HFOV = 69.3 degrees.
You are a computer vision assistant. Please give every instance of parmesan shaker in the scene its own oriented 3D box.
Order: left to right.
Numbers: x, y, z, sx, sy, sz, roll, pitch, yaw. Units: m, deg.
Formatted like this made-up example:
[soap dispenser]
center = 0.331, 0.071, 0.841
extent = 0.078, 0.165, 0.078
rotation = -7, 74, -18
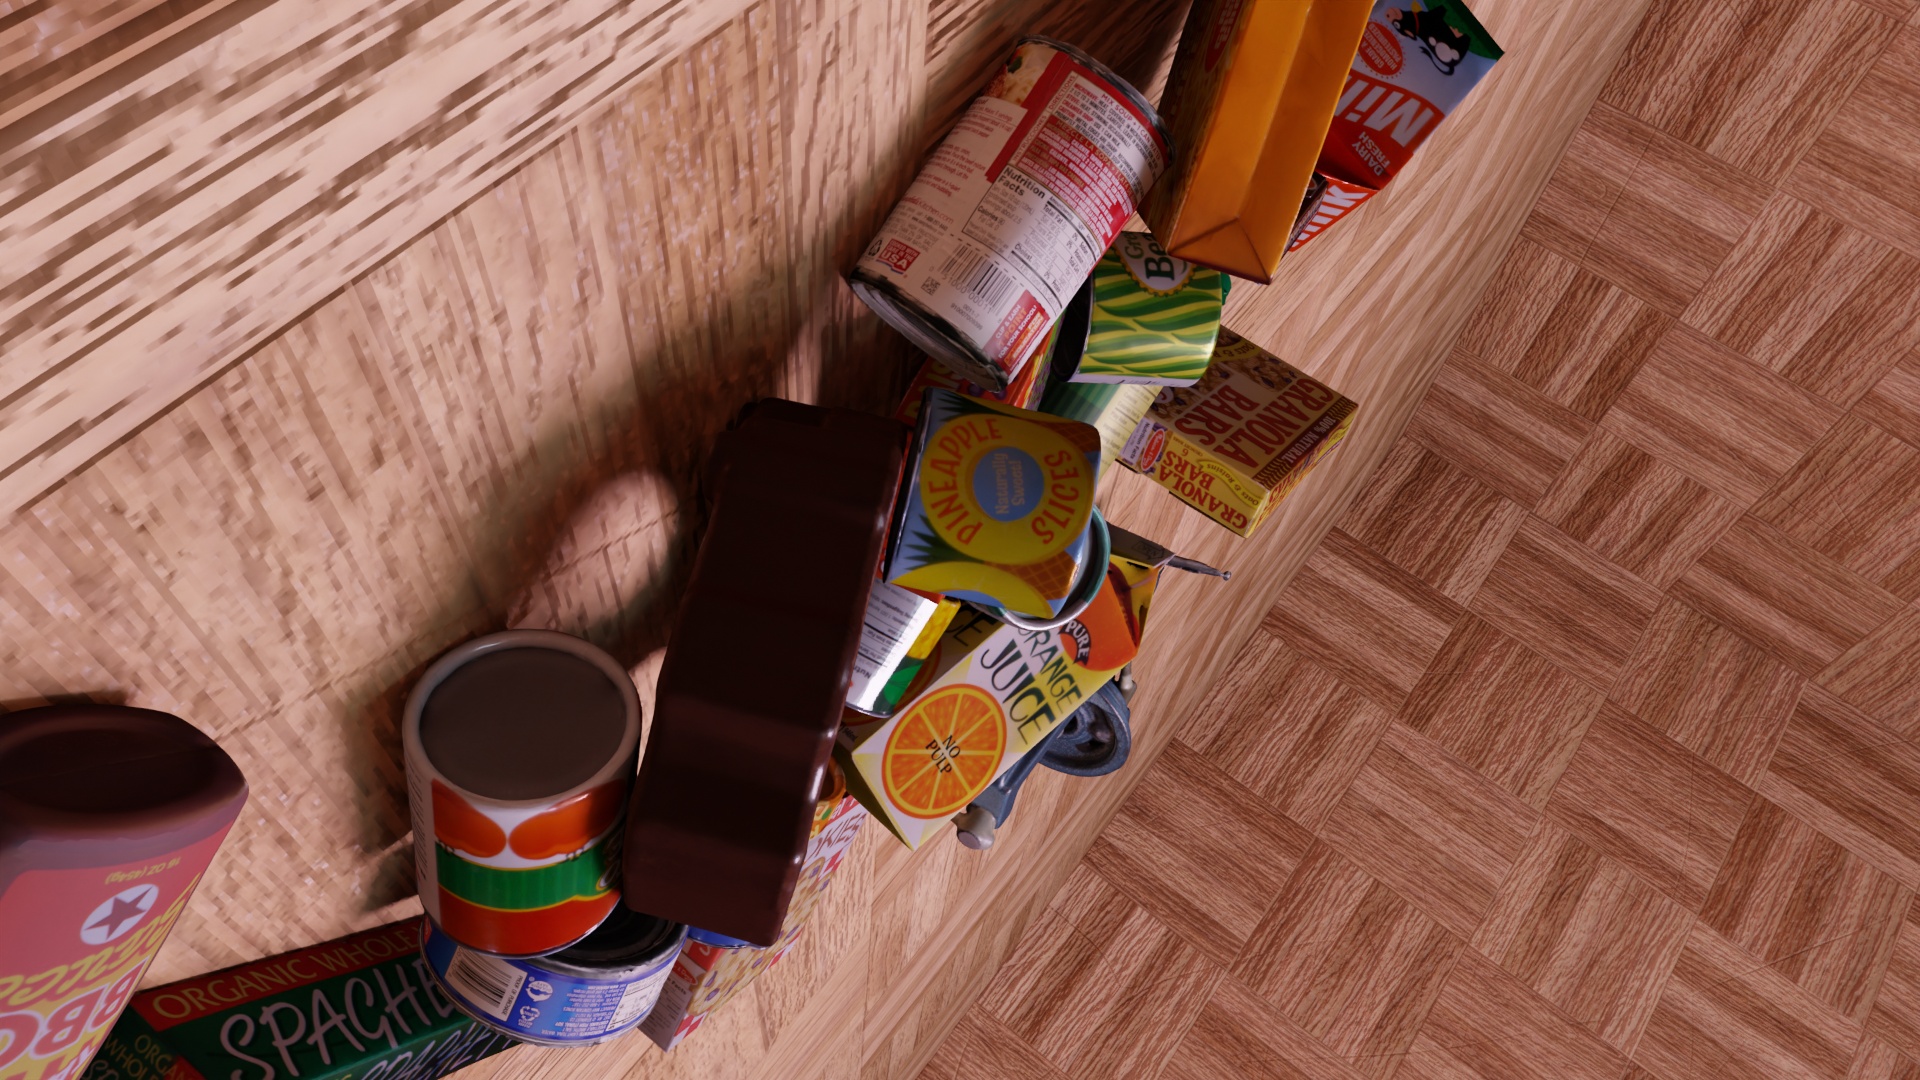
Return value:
[parmesan shaker]
center = 0.055, -0.071, 0.668
extent = 0.103, 0.071, 0.071
rotation = -56, 164, 6

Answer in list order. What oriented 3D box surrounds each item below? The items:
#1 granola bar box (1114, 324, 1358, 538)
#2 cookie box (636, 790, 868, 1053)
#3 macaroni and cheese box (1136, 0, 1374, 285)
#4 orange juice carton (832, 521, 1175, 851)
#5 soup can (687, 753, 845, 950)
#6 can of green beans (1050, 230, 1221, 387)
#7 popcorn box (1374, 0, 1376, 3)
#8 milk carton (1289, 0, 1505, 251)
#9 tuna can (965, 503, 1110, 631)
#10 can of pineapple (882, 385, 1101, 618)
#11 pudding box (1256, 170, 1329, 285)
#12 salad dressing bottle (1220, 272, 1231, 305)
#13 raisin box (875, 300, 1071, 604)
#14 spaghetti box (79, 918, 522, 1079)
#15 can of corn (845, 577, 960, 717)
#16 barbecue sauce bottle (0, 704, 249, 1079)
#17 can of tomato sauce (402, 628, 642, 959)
[granola bar box]
center = 0.159, -0.075, 0.851
extent = 0.166, 0.124, 0.038
rotation = -35, 153, -50
[cookie box]
center = -0.105, 0.180, 0.753
extent = 0.166, 0.040, 0.123
rotation = -62, 163, 22
[macaroni and cheese box]
center = 0.105, -0.171, 0.518
extent = 0.167, 0.040, 0.123
rotation = -84, -169, -71
[orange juice carton]
center = 0.016, 0.053, 0.689
extent = 0.193, 0.072, 0.072
rotation = -39, 124, -17
[soup can]
center = -0.096, 0.131, 0.626
extent = 0.083, 0.071, 0.071
rotation = -61, 163, 19
[can of green beans]
center = 0.073, -0.099, 0.595
extent = 0.071, 0.058, 0.071
rotation = -177, -92, -78
[popcorn box]
center = 0.203, -0.313, 0.660
extent = 0.126, 0.038, 0.085
rotation = -55, 165, -1
[milk carton]
center = 0.201, -0.222, 0.736
extent = 0.191, 0.073, 0.072
rotation = -46, -173, -28
[tuna can]
center = 0.030, 0.002, 0.605
extent = 0.071, 0.033, 0.071
rotation = -8, 106, -28
[can of pineapple]
center = 0.010, -0.012, 0.450
extent = 0.071, 0.058, 0.071
rotation = -163, -94, -85
[pudding box]
center = 0.119, -0.161, 0.638
extent = 0.050, 0.084, 0.030
rotation = -52, 165, -13
[salad dressing bottle]
center = 0.097, -0.104, 0.767
extent = 0.148, 0.044, 0.064
rotation = -48, 157, -27
[raisin box]
center = 0.005, -0.049, 0.555
extent = 0.085, 0.040, 0.124
rotation = 107, 7, -48
[spaghetti box]
center = -0.177, 0.156, 0.479
extent = 0.028, 0.050, 0.250
rotation = -58, 164, 4
[can of corn]
center = -0.042, 0.033, 0.598
extent = 0.058, 0.071, 0.071
rotation = -57, 164, 6
[barbecue sauce bottle]
center = -0.212, 0.106, 0.292
extent = 0.148, 0.044, 0.065
rotation = -58, 165, 9
[can of tomato sauce]
center = -0.130, 0.077, 0.423
extent = 0.071, 0.071, 0.082
rotation = -41, 158, -41
